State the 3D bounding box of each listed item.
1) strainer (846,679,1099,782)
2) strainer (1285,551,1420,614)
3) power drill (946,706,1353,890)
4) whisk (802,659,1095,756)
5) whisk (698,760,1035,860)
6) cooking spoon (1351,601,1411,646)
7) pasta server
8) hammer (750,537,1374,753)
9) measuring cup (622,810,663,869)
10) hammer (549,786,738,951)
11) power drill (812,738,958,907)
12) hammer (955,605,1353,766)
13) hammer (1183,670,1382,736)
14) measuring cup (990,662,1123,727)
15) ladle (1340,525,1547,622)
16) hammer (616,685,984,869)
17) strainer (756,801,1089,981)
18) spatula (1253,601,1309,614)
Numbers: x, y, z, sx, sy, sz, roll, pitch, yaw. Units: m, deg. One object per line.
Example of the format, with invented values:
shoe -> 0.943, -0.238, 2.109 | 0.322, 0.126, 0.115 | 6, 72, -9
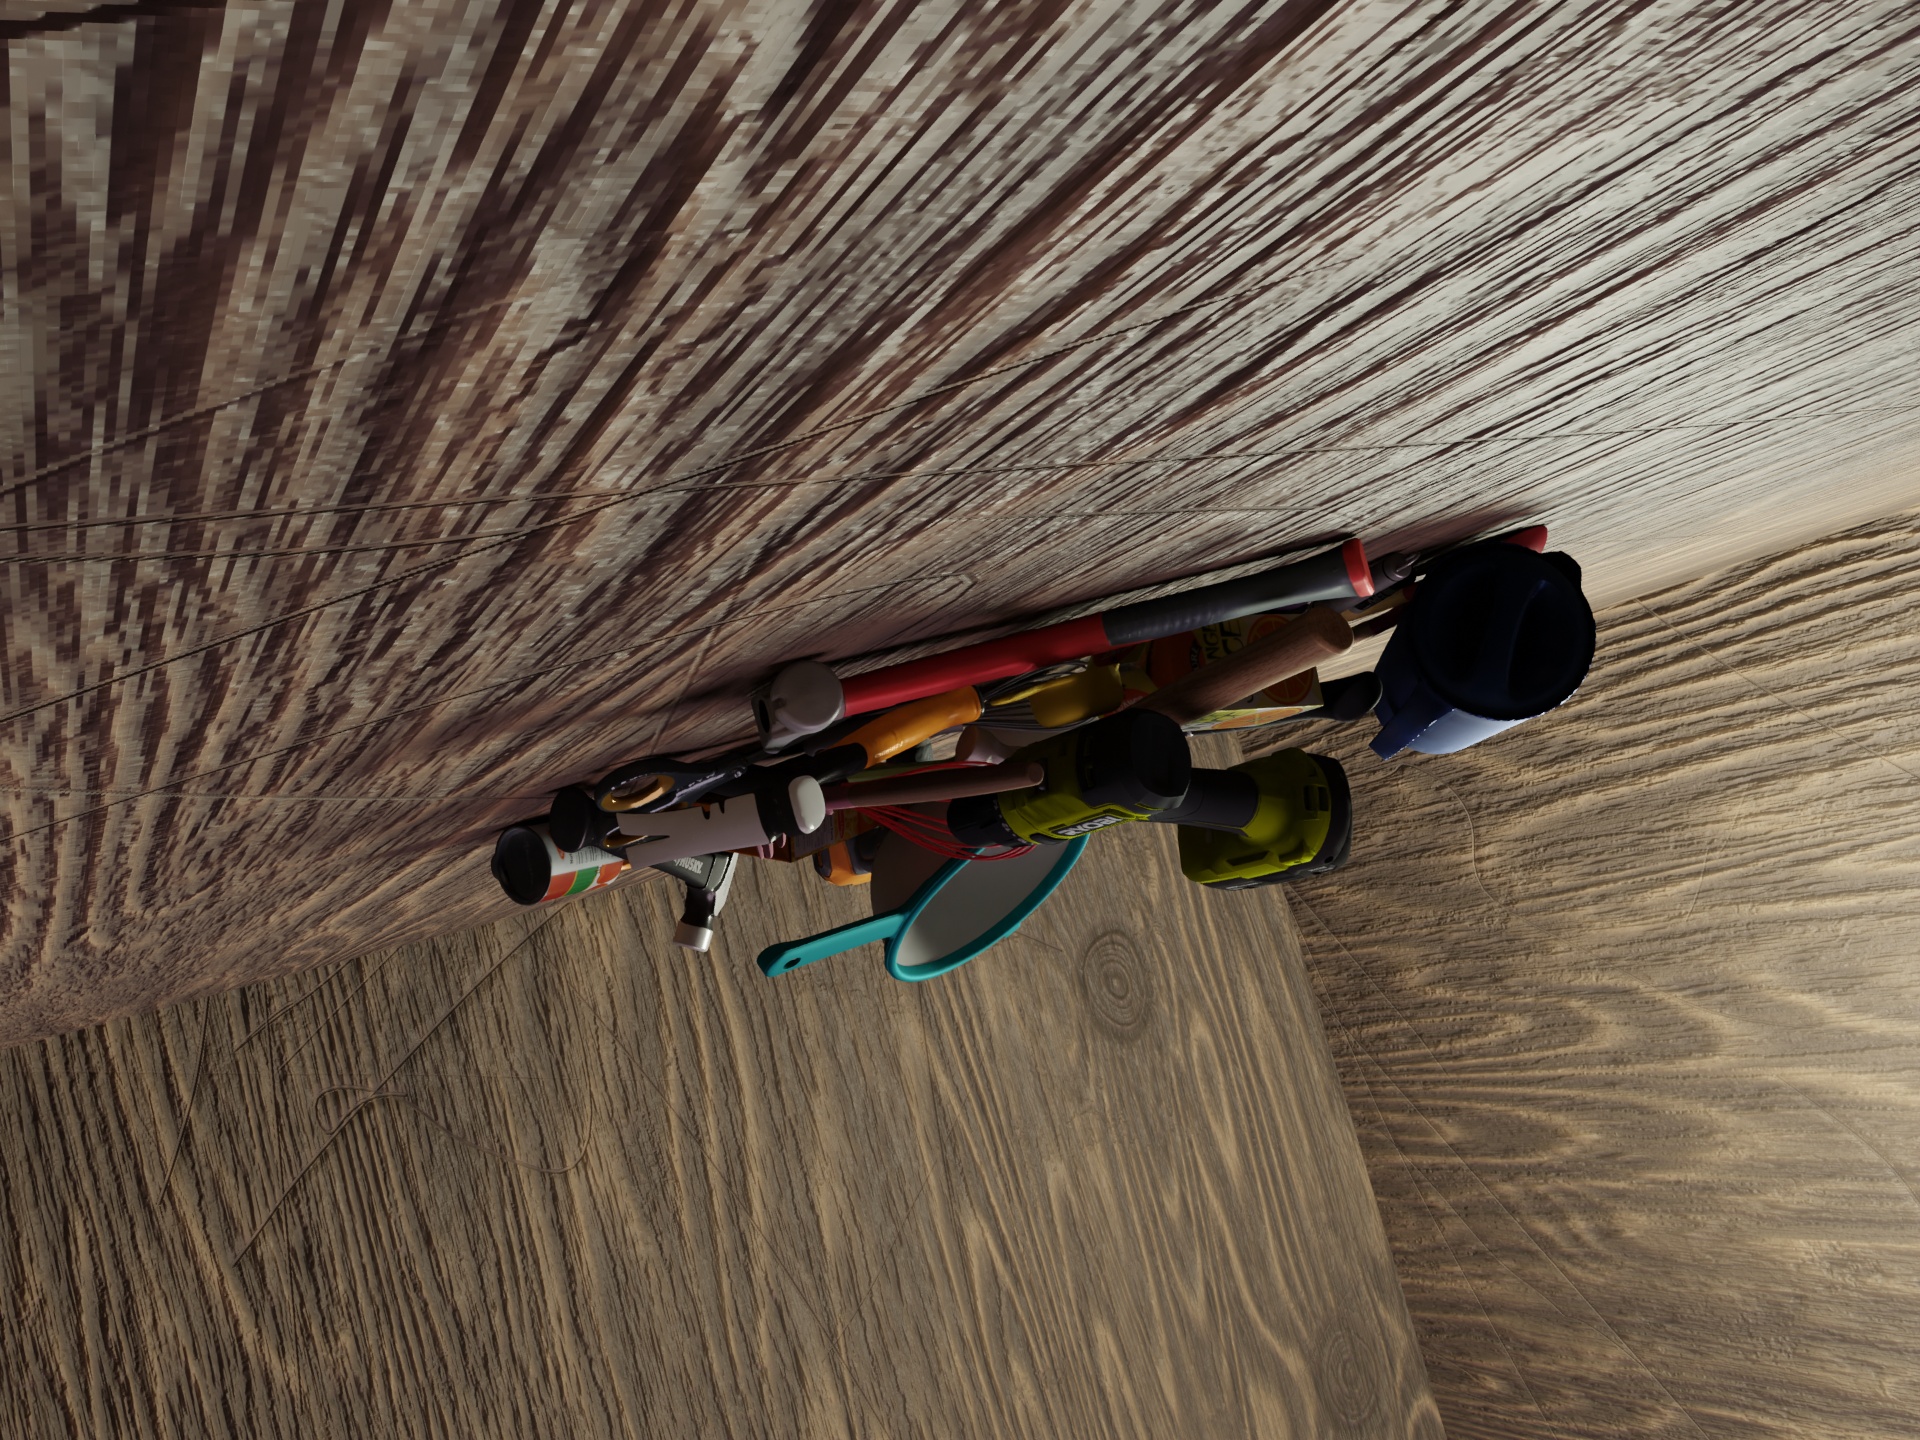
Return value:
strainer -> 0.013, 0.008, 1.267 | 0.256, 0.069, 0.151 | -5, -173, -15
strainer -> 0.272, -0.079, 1.220 | 0.087, 0.050, 0.258 | -38, -179, -26
power drill -> 0.122, 0.057, 1.030 | 0.228, 0.080, 0.190 | 12, 158, -35
whisk -> -0.002, -0.004, 1.198 | 0.239, 0.055, 0.055 | -11, 175, -1
whisk -> -0.069, 0.055, 1.154 | 0.296, 0.073, 0.073 | 6, -176, 23
cooking spoon -> 0.330, -0.068, 1.370 | 0.319, 0.017, 0.069 | -26, -169, 21
pasta server -> -0.048, 0.052, 1.013 | 0.060, 0.040, 0.316 | -35, -165, -34
hammer -> 0.067, -0.047, 0.948 | 0.386, 0.038, 0.143 | -14, 176, -15
measuring cup -> -0.324, 0.112, 1.431 | 0.173, 0.052, 0.095 | -14, 175, 5
hammer -> -0.246, 0.098, 1.277 | 0.035, 0.146, 0.334 | 14, 169, 13
power drill -> -0.072, 0.087, 1.471 | 0.084, 0.185, 0.226 | -14, -166, -25
hammer -> 0.134, -0.004, 1.050 | 0.130, 0.031, 0.331 | 22, 153, -24
hammer -> 0.183, 0.003, 1.345 | 0.409, 0.036, 0.149 | -12, -154, 51
measuring cup -> 0.051, -0.008, 0.902 | 0.062, 0.029, 0.156 | -16, 180, 23
ladle -> 0.354, -0.102, 1.337 | 0.069, 0.031, 0.315 | -10, 174, -38
hammer -> -0.074, 0.024, 1.008 | 0.127, 0.034, 0.337 | -12, -173, 26
strainer -> -0.044, 0.121, 1.260 | 0.340, 0.095, 0.211 | -13, 143, -45
spatula -> 0.214, -0.072, 1.257 | 0.059, 0.018, 0.316 | -16, 174, -22
